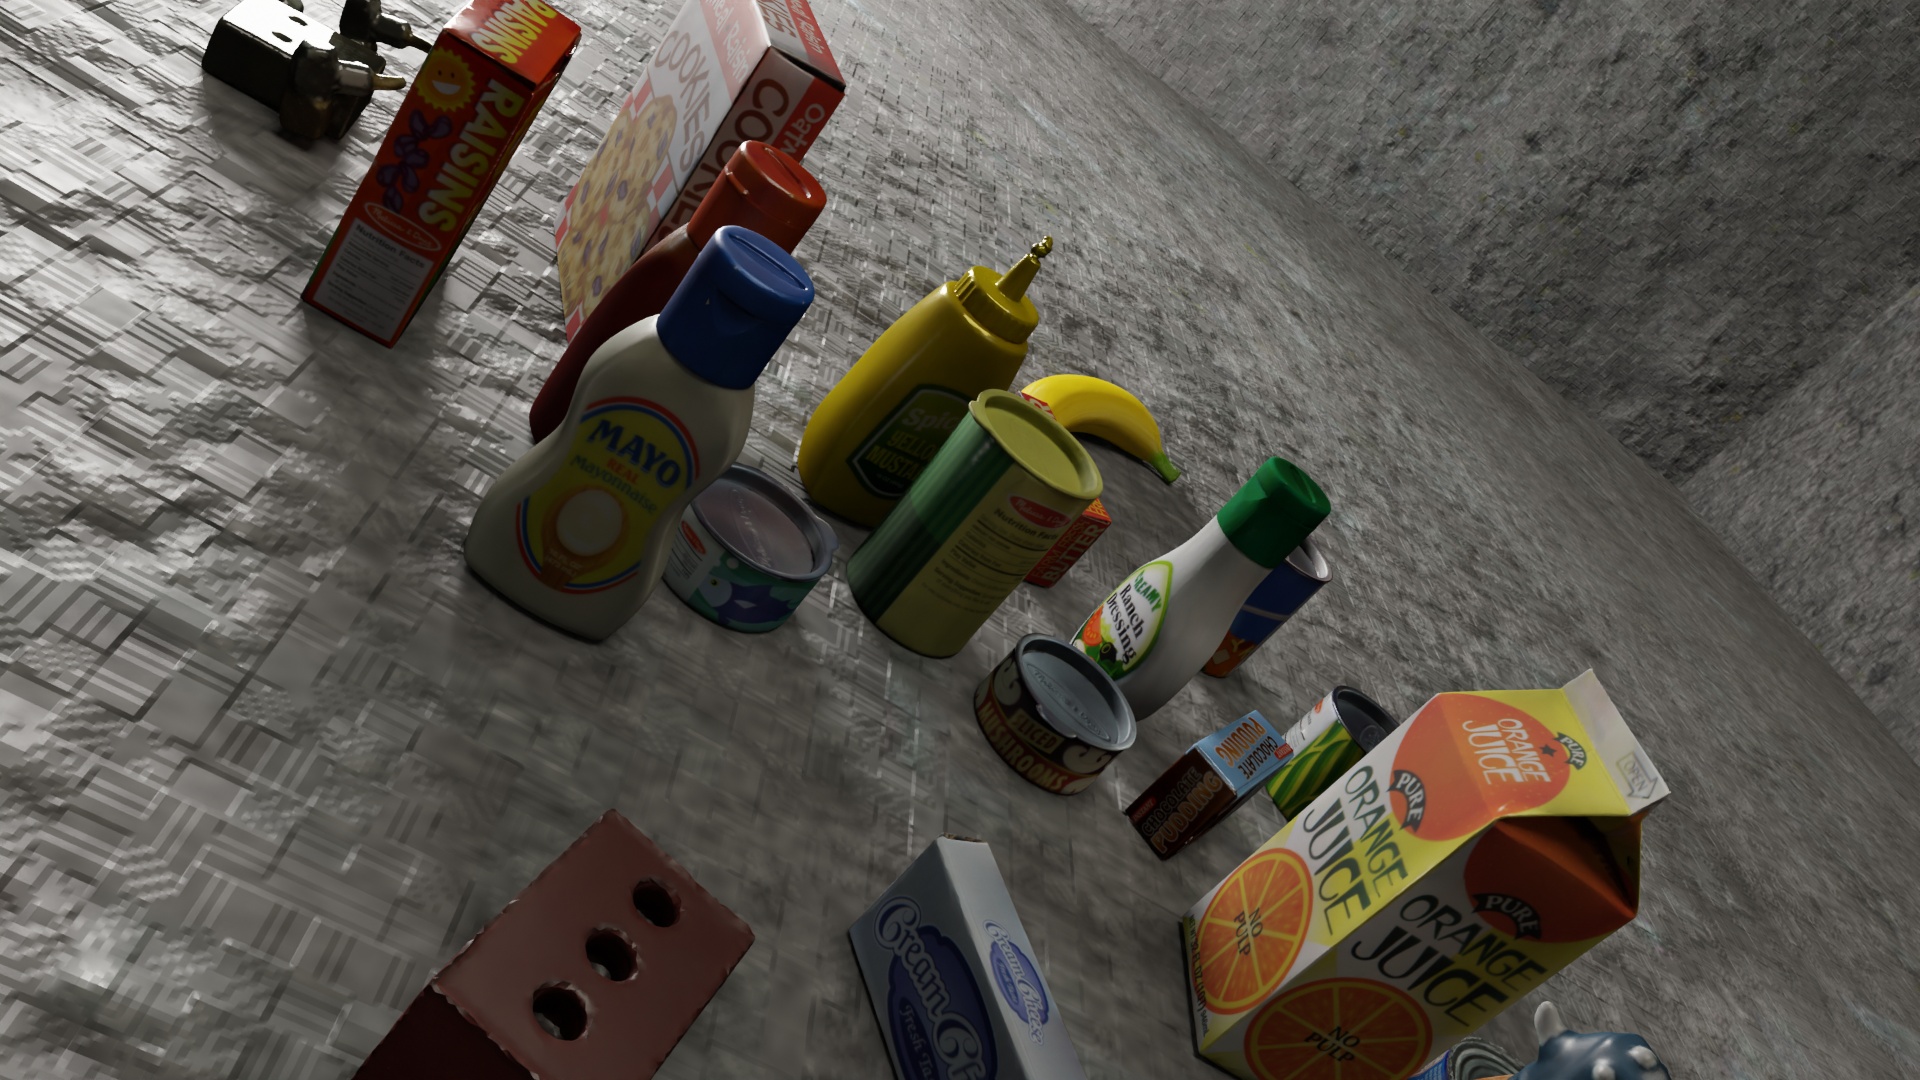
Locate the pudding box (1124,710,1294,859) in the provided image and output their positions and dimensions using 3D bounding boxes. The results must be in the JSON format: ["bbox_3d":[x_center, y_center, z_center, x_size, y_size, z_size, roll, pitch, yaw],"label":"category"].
[{"bbox_3d":[0.116,0.110,0.635,0.030,0.049,0.084,49,27,17],"label":"pudding box"}]

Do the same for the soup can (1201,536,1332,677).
[{"bbox_3d":[0.154,0.025,0.783,0.071,0.083,0.072,32,27,-18],"label":"soup can"}]

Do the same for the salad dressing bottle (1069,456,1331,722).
[{"bbox_3d":[0.109,0.024,0.649,0.044,0.147,0.064,27,28,-26],"label":"salad dressing bottle"}]

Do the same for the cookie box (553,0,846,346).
[{"bbox_3d":[-0.121,-0.168,0.618,0.040,0.166,0.123,22,31,-35],"label":"cookie box"}]

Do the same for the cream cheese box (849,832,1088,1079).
[{"bbox_3d":[0.003,0.147,0.419,0.024,0.053,0.104,18,34,-40],"label":"cream cheese box"}]

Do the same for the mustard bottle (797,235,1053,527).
[{"bbox_3d":[-0.010,-0.075,0.631,0.065,0.159,0.049,21,32,-36],"label":"mustard bottle"}]

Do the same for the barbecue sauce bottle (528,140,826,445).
[{"bbox_3d":[-0.106,-0.080,0.522,0.065,0.148,0.044,51,27,21],"label":"barbecue sauce bottle"}]

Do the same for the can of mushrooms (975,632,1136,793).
[{"bbox_3d":[0.040,0.076,0.606,0.071,0.033,0.071,32,27,-18],"label":"can of mushrooms"}]

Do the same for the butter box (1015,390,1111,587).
[{"bbox_3d":[0.040,-0.028,0.748,0.024,0.053,0.104,20,32,-37],"label":"butter box"}]

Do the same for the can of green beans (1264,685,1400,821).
[{"bbox_3d":[0.199,0.119,0.725,0.071,0.057,0.071,32,27,-18],"label":"can of green beans"}]

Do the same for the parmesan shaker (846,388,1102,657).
[{"bbox_3d":[0.002,-0.008,0.606,0.071,0.102,0.071,32,27,-18],"label":"parmesan shaker"}]

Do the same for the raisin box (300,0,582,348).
[{"bbox_3d":[-0.196,-0.145,0.531,0.040,0.123,0.086,31,27,-20],"label":"raisin box"}]

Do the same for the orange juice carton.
[{"bbox_3d":[0.174,0.129,0.520,0.073,0.192,0.072,33,26,-16],"label":"orange juice carton"}]

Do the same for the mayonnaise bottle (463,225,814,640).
[{"bbox_3d":[-0.103,-0.035,0.455,0.065,0.147,0.041,34,26,-14],"label":"mayonnaise bottle"}]

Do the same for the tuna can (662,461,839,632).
[{"bbox_3d":[-0.085,0.003,0.552,0.071,0.032,0.071,32,27,-18],"label":"tuna can"}]
